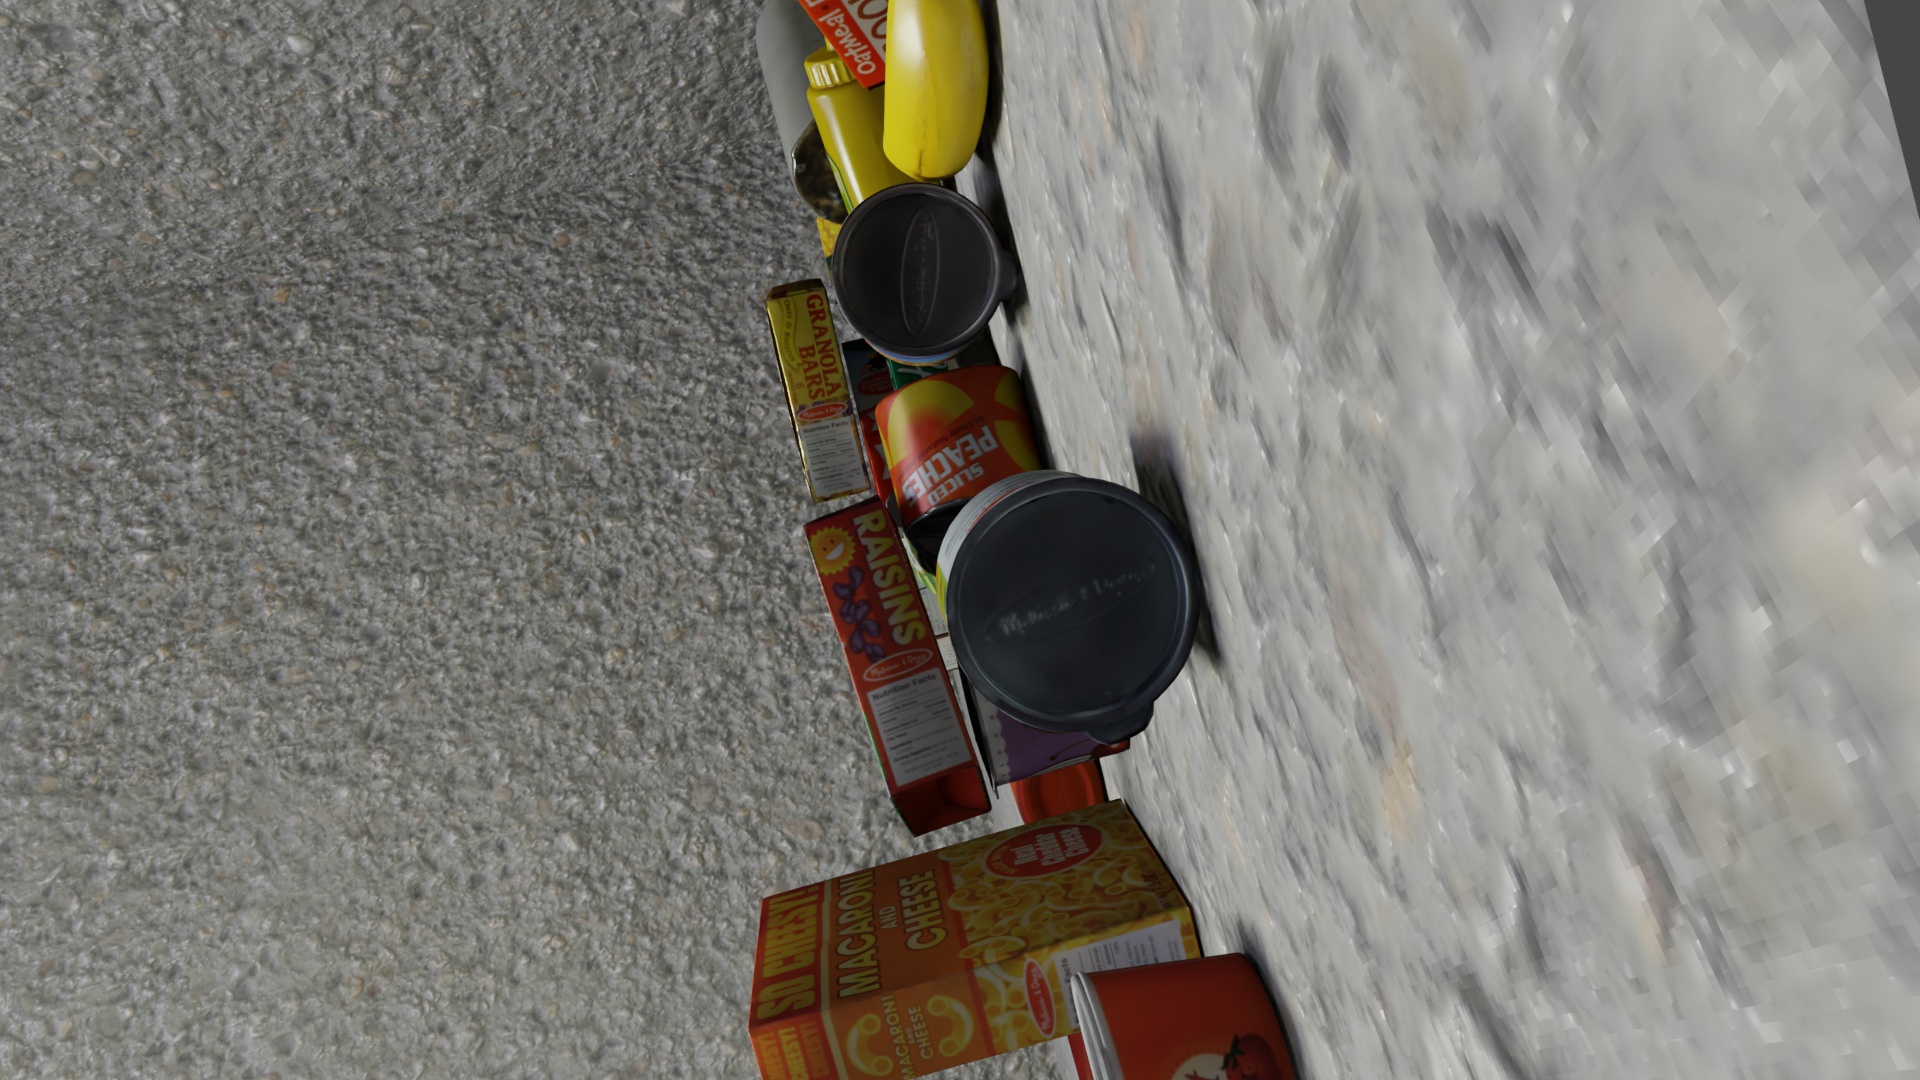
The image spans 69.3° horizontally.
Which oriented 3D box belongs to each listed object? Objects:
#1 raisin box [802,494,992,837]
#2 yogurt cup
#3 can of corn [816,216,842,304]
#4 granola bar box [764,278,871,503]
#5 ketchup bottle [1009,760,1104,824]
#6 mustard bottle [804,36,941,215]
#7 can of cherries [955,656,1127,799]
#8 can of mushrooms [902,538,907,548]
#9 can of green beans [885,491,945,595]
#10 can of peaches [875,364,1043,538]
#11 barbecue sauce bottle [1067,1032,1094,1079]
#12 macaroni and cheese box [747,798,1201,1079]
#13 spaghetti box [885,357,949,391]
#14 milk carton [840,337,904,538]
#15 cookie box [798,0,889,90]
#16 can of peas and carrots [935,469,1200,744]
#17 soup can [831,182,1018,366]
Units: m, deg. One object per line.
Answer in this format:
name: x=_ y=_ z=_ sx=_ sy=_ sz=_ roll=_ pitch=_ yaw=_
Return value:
raisin box: x=-0.026 y=0.055 z=0.591 sx=0.085 sy=0.040 sz=0.124 roll=76 pitch=174 yaw=-66
yogurt cup: x=0.068 y=0.158 z=0.418 sx=0.072 sy=0.054 sz=0.072 roll=171 pitch=84 yaw=-87
can of corn: x=-0.058 y=-0.193 z=0.921 sx=0.071 sy=0.071 sz=0.058 roll=-136 pitch=32 yaw=-83
granola bar box: x=-0.092 y=-0.101 z=0.886 sx=0.166 sy=0.039 sz=0.124 roll=-118 pitch=16 yaw=-76
ketchup bottle: x=0.042 y=0.112 z=0.752 sx=0.149 sy=0.043 sz=0.064 roll=-120 pitch=17 yaw=-79
mustard bottle: x=-0.041 y=-0.193 z=0.678 sx=0.065 sy=0.049 sz=0.159 roll=-110 pitch=-1 yaw=-60
can of cherries: x=0.033 y=0.066 z=0.576 sx=0.071 sy=0.058 sz=0.071 roll=170 pitch=86 yaw=-86
can of mushrooms: x=-0.012 y=-0.022 z=0.908 sx=0.071 sy=0.071 sz=0.033 roll=-108 pitch=5 yaw=-47
can of green beans: x=0.005 y=-0.008 z=0.665 sx=0.057 sy=0.071 sz=0.071 roll=84 pitch=171 yaw=-70
can of peaches: x=0.000 y=-0.038 z=0.602 sx=0.071 sy=0.071 sz=0.058 roll=93 pitch=163 yaw=-79
barbecue sauce bottle: x=0.086 y=0.294 z=0.799 sx=0.064 sy=0.044 sz=0.149 roll=85 pitch=170 yaw=-71
macaroni and cheese box: x=0.002 y=0.164 z=0.564 sx=0.124 sy=0.167 sz=0.040 roll=-124 pitch=19 yaw=-80
spaghetti box: x=-0.002 y=-0.046 z=0.761 sx=0.028 sy=0.050 sz=0.250 roll=108 pitch=147 yaw=-80
milk carton: x=-0.024 y=-0.063 z=0.855 sx=0.191 sy=0.072 sz=0.073 roll=-110 pitch=7 yaw=-58
cookie box: x=-0.068 y=-0.277 z=0.552 sx=0.167 sy=0.040 sz=0.123 roll=35 pitch=-143 yaw=-67
can of peas and carrots: x=0.028 y=0.016 z=0.384 sx=0.059 sy=0.071 sz=0.071 roll=-130 pitch=26 yaw=-84
soup can: x=-0.014 y=-0.105 z=0.568 sx=0.084 sy=0.071 sz=0.071 roll=-97 pitch=-7 yaw=-86
